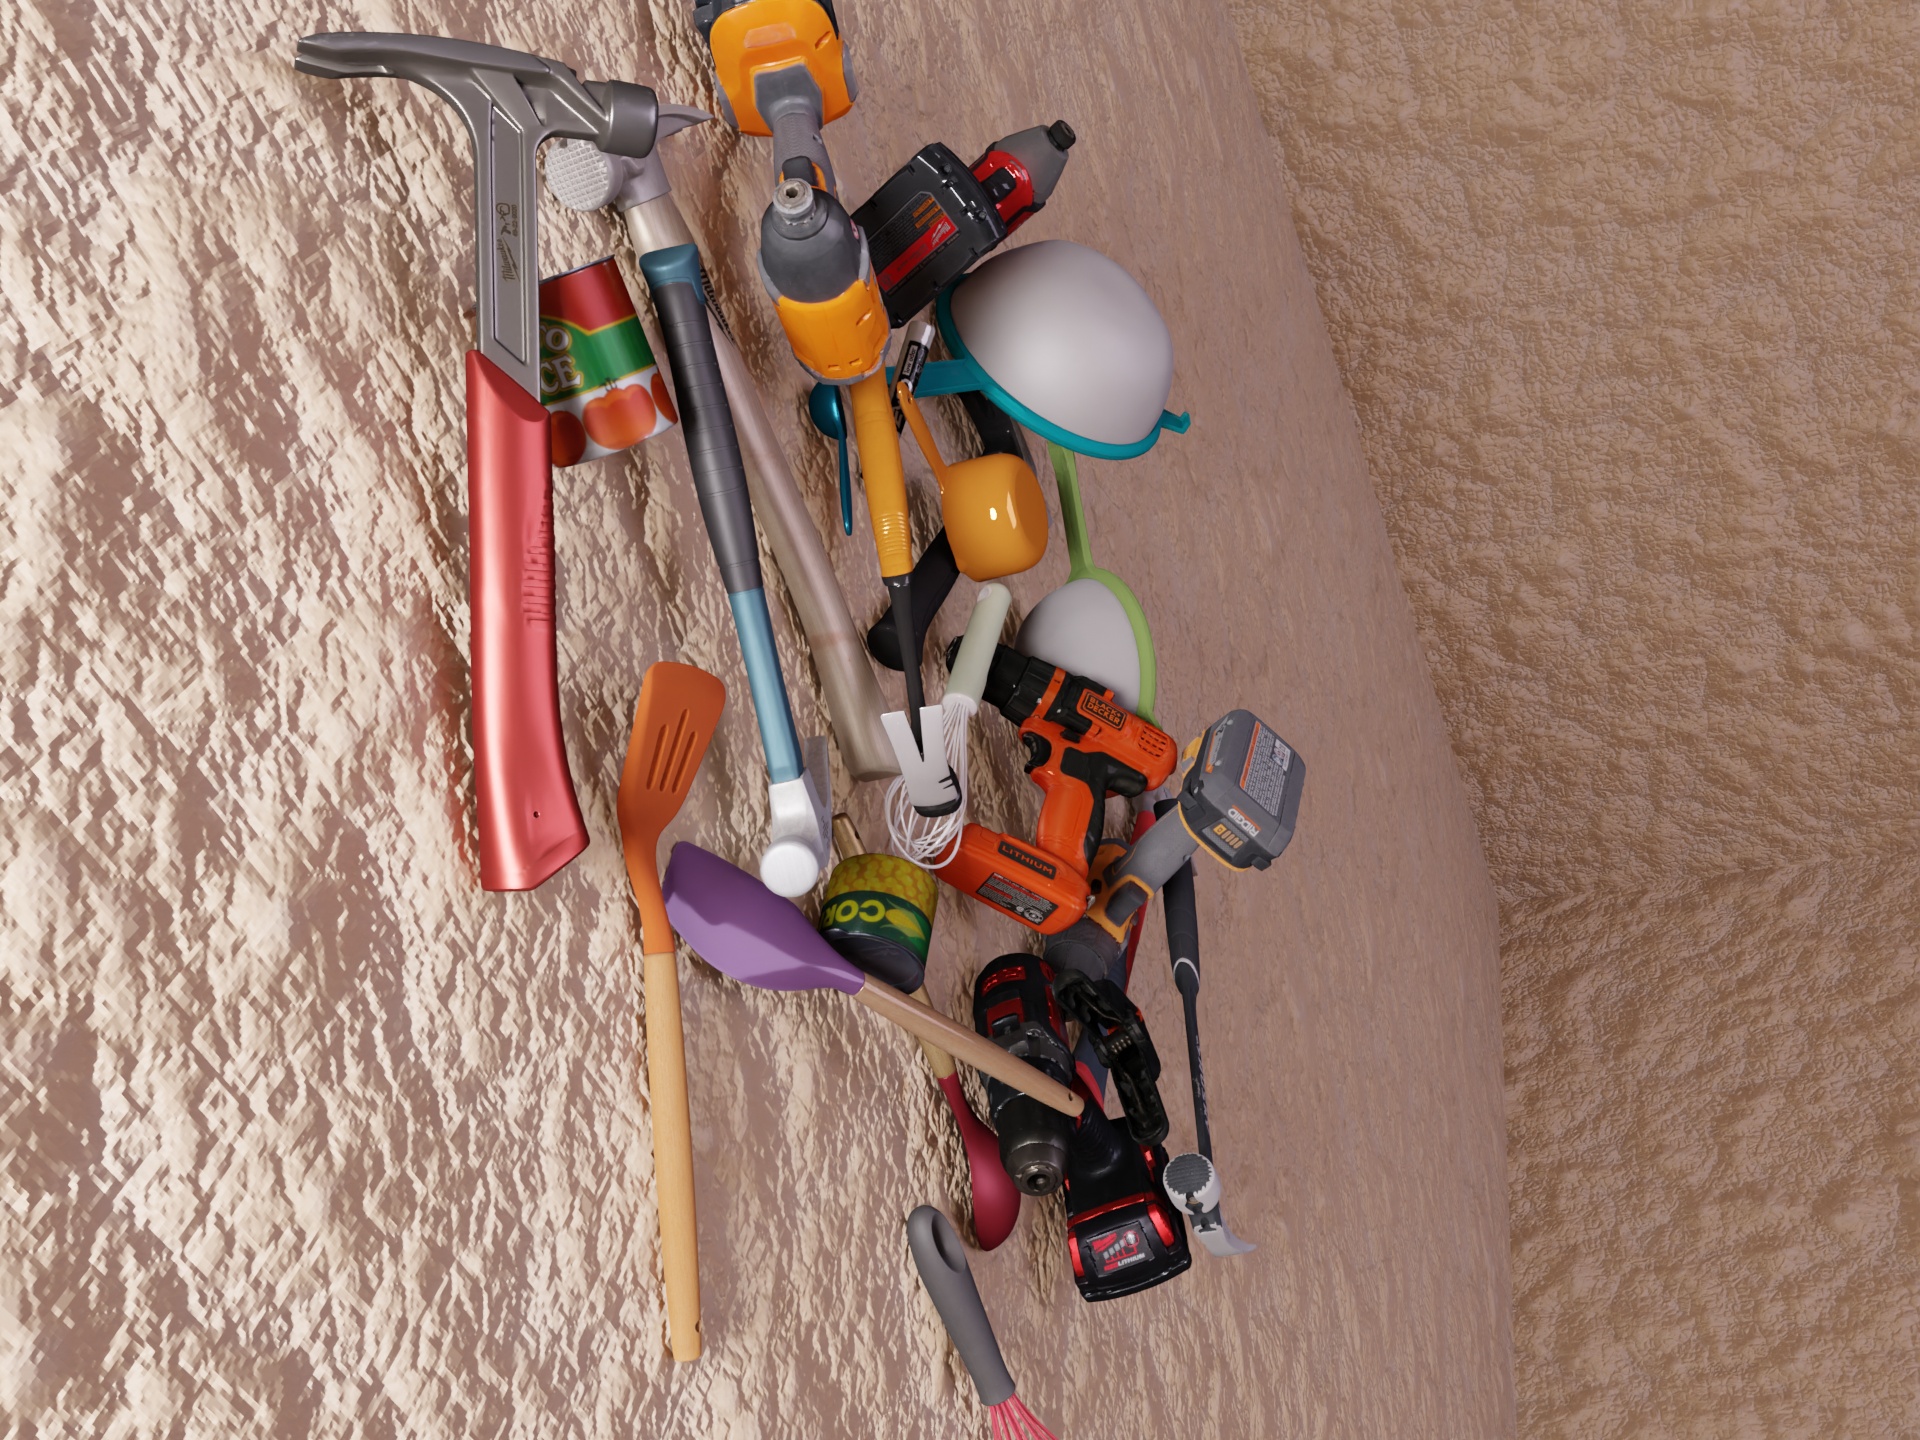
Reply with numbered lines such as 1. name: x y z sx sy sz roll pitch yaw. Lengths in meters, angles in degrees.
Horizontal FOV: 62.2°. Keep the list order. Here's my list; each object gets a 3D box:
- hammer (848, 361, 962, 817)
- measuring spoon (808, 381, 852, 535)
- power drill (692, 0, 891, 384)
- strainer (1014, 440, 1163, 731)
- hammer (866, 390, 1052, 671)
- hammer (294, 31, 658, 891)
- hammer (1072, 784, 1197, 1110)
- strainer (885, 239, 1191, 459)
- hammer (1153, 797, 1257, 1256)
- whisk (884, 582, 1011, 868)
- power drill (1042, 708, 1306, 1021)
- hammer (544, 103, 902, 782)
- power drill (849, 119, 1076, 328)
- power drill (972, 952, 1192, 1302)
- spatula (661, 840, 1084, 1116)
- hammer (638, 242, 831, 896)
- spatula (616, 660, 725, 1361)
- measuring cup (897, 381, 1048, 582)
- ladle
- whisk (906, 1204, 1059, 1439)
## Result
1. hammer: -0.044 -0.114 0.985 0.127 0.034 0.337 77 3 -63
2. measuring spoon: -0.082 -0.164 0.998 0.042 0.021 0.129 75 7 -56
3. power drill: -0.095 -0.330 0.924 0.164 0.084 0.227 70 8 -75
4. strainer: 0.076 -0.092 1.227 0.069 0.151 0.256 -10 91 -26
5. hammer: -0.004 -0.138 1.163 0.146 0.035 0.335 67 27 -25
6. hammer: -0.201 -0.107 0.678 0.149 0.037 0.359 0 88 -25
7. hammer: 0.140 0.193 1.326 0.387 0.038 0.143 -67 140 -51
8. strainer: 0.055 -0.295 1.202 0.211 0.095 0.340 50 38 14
9. hammer: 0.181 0.220 1.244 0.409 0.036 0.149 -88 158 -45
10. whisk: -0.002 -0.003 1.062 0.059 0.058 0.246 37 47 -22
11. power drill: 0.142 0.113 1.164 0.084 0.226 0.185 40 33 -7
12. hammer: -0.112 -0.150 0.934 0.146 0.038 0.410 -61 134 -57
13. power drill: 0.004 -0.369 1.149 0.078 0.143 0.220 51 32 -9
14. power drill: 0.076 0.286 1.054 0.188 0.080 0.226 -95 160 -60
15. spatula: -0.039 0.158 0.878 0.315 0.018 0.060 35 46 -32
16. hammer: -0.115 -0.081 0.828 0.128 0.033 0.331 -88 166 -81
17. spatula: -0.133 0.135 0.756 0.081 0.041 0.323 22 61 -71
18. measuring cup: 0.012 -0.172 1.101 0.173 0.052 0.095 59 32 -43
19. ladle: -0.019 0.198 0.996 0.069 0.031 0.315 -59 131 -64
20. whisk: 0.030 0.426 0.970 0.295 0.073 0.073 67 26 -8
